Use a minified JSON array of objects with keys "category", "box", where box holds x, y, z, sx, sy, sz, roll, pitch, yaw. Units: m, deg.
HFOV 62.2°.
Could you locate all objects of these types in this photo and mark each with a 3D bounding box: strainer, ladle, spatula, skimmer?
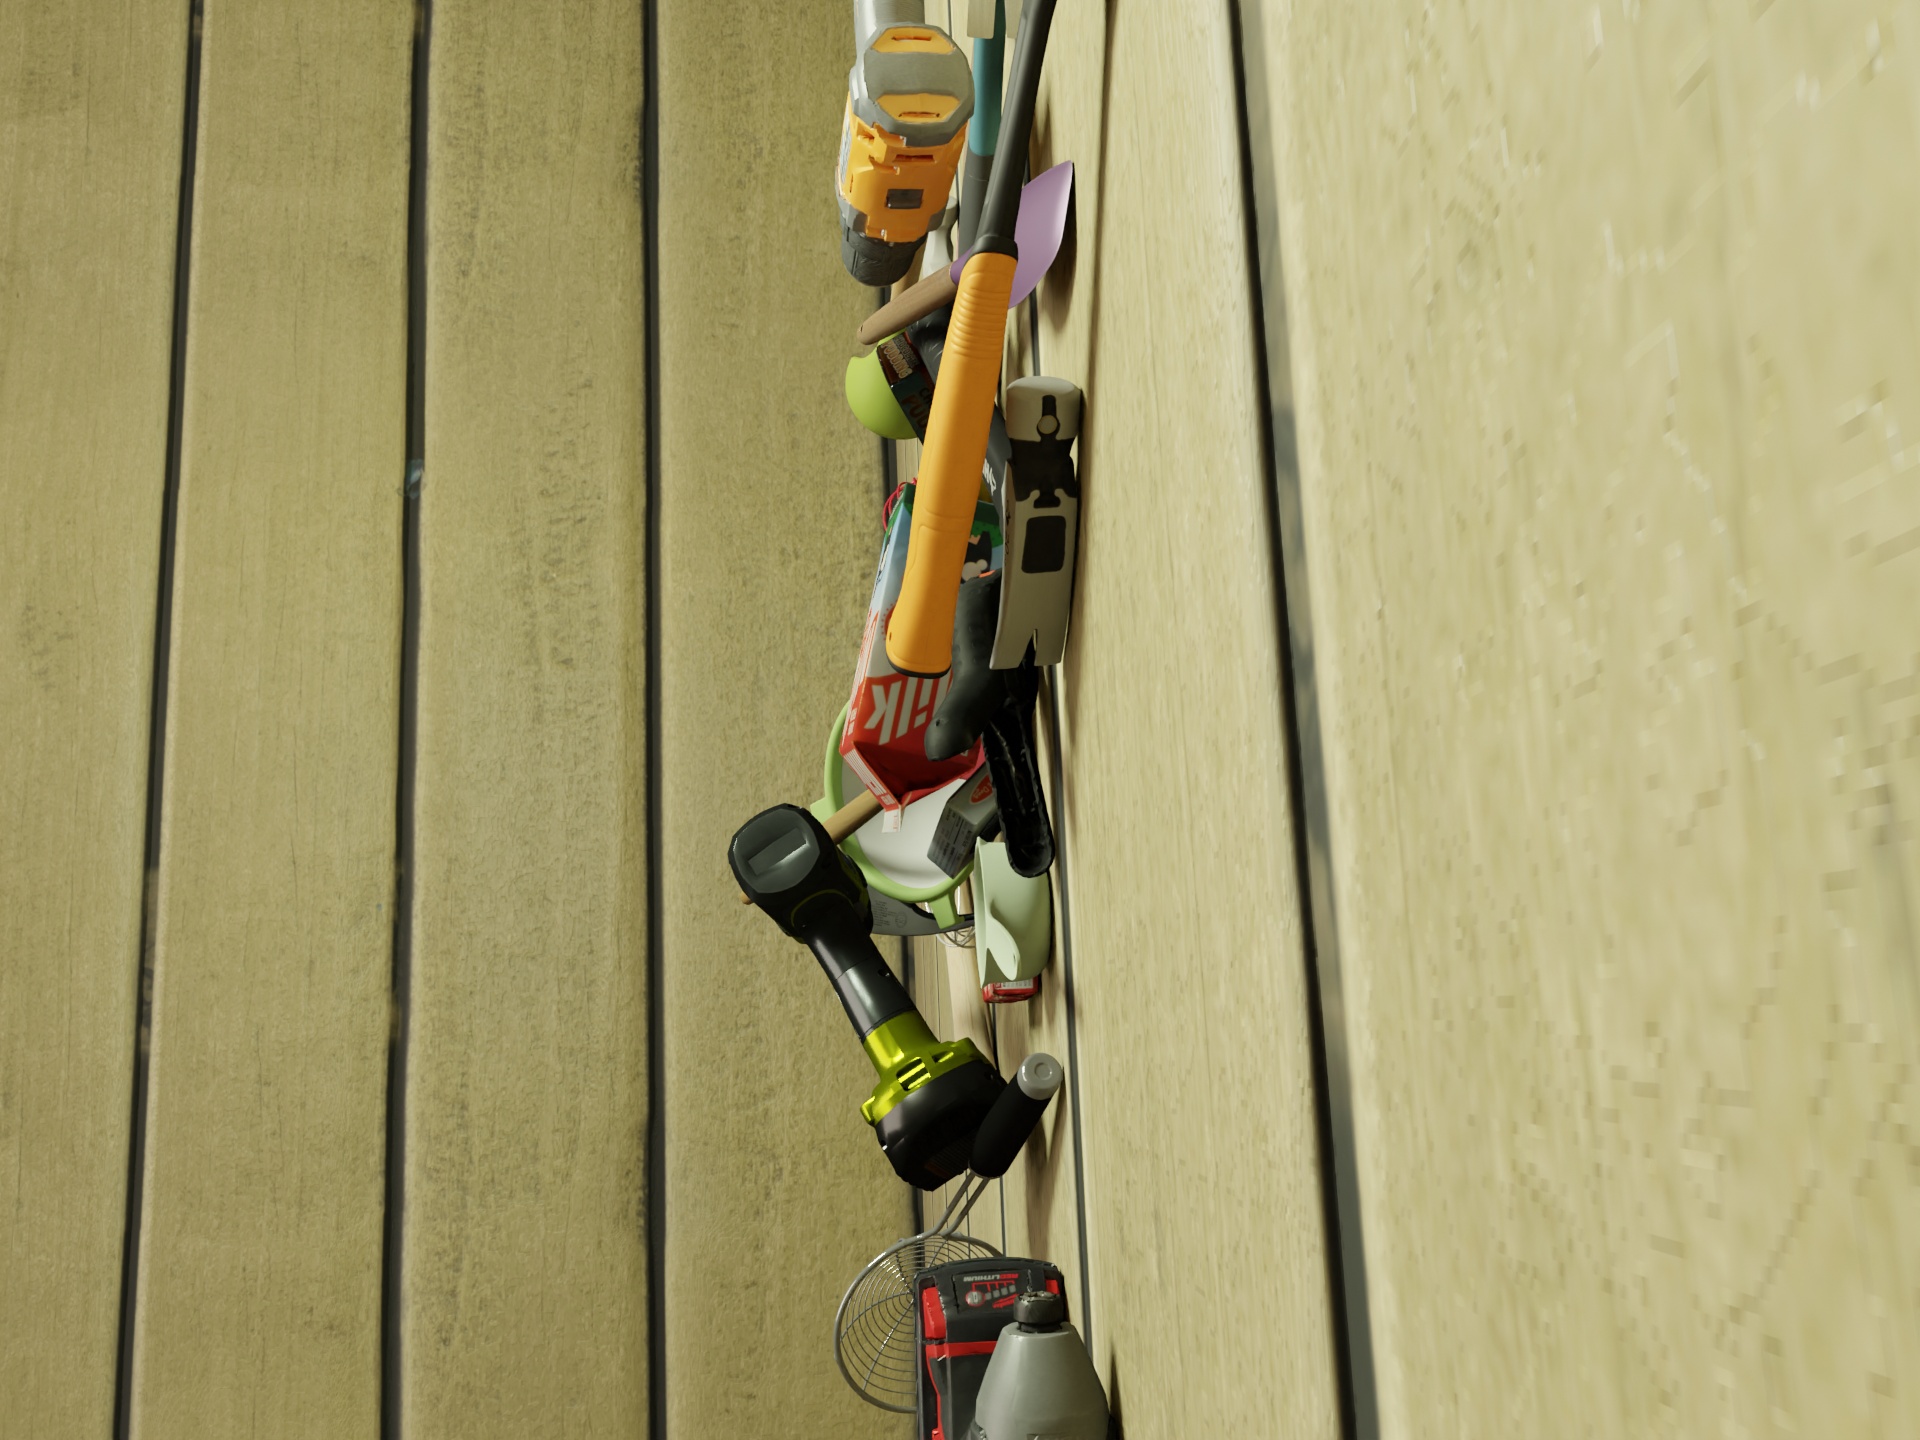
[{"category":"strainer","box":[-0.002,-0.003,1.047,0.152,0.069,0.256,35,115,35]},{"category":"ladle","box":[-0.029,-0.295,1.040,0.062,0.078,0.320,-51,-11,-29]},{"category":"ladle","box":[-0.060,0.056,1.040,0.315,0.031,0.069,-38,58,41]},{"category":"spatula","box":[-0.007,-0.226,0.831,0.316,0.018,0.060,-168,87,-70]},{"category":"skimmer","box":[0.008,0.309,0.926,0.363,0.127,0.090,110,154,-50]}]

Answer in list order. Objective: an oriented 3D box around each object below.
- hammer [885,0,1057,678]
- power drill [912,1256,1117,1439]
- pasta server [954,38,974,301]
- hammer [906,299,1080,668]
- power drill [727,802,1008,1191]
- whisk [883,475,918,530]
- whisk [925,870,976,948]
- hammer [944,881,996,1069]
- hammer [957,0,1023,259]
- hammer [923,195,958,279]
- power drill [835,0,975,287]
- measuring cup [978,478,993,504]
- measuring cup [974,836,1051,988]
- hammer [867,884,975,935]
[{"category":"hammer","box":[0.009,-0.160,0.648,0.127,0.034,0.336,-101,19,-55]},{"category":"power drill","box":[0.026,0.323,0.741,0.219,0.078,0.143,130,138,-80]},{"category":"pasta server","box":[0.003,-0.357,1.036,0.060,0.040,0.316,-49,-18,-30]},{"category":"hammer","box":[0.009,-0.157,0.843,0.335,0.035,0.146,-109,16,-58]},{"category":"power drill","box":[-0.052,0.172,0.993,0.229,0.080,0.190,56,176,24]},{"category":"whisk","box":[-0.013,-0.103,1.239,0.296,0.073,0.073,-104,11,-47]},{"category":"whisk","box":[0.000,0.066,1.248,0.058,0.059,0.247,-34,43,40]},{"category":"hammer","box":[-0.001,0.179,1.344,0.411,0.038,0.146,-101,11,-64]},{"category":"hammer","box":[0.014,-0.326,0.930,0.330,0.033,0.128,93,175,-49]},{"category":"hammer","box":[-0.008,-0.289,1.263,0.332,0.031,0.130,-96,7,-49]},{"category":"power drill","box":[-0.042,-0.360,0.847,0.185,0.084,0.226,124,141,-74]},{"category":"measuring cup","box":[0.022,-0.169,0.996,0.157,0.029,0.062,-72,-19,-65]},{"category":"measuring cup","box":[0.033,0.107,0.814,0.167,0.038,0.083,-144,53,-83]},{"category":"hammer","box":[-0.022,-0.043,1.115,0.036,0.149,0.409,-20,-60,-69]}]
